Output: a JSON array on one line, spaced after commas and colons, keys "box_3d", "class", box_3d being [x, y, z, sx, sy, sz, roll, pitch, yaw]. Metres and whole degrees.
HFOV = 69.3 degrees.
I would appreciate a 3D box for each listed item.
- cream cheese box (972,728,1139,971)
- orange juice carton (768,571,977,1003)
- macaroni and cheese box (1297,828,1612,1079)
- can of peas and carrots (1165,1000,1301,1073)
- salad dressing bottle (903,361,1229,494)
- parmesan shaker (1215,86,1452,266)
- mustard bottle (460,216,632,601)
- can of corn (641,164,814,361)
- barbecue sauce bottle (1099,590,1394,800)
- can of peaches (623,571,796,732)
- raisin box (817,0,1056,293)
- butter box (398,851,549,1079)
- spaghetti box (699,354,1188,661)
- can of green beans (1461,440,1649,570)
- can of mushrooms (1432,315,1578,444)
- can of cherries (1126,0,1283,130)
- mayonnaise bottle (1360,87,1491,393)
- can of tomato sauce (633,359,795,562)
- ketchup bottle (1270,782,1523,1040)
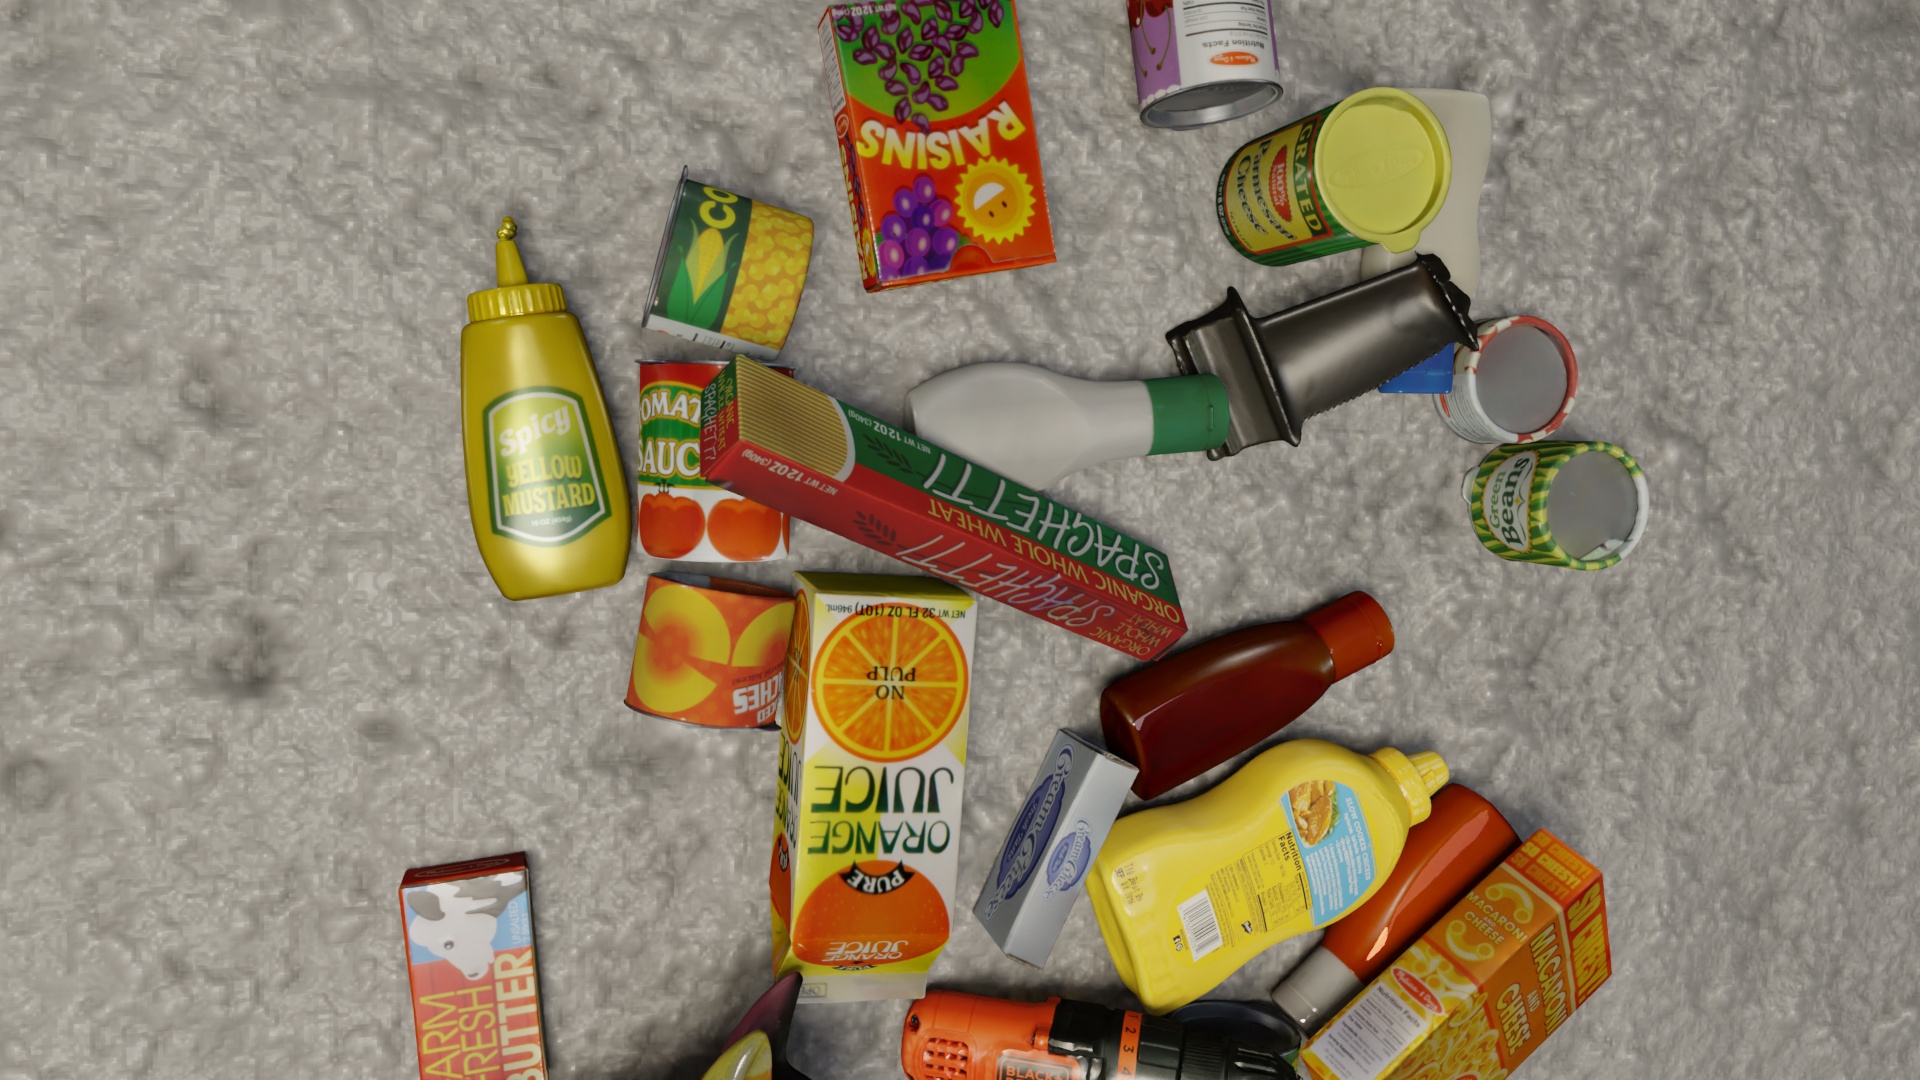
[{"box_3d": [0.043, 0.144, 0.658, 0.024, 0.053, 0.104, 28, 87, -18], "class": "cream cheese box"}, {"box_3d": [-0.043, 0.114, 0.623, 0.072, 0.073, 0.192, 4, 94, -16], "class": "orange juice carton"}, {"box_3d": [0.254, 0.237, 0.702, 0.167, 0.040, 0.123, -39, 134, -10], "class": "macaroni and cheese box"}, {"box_3d": [0.133, 0.268, 0.687, 0.071, 0.071, 0.058, 4, 94, -15], "class": "can of peas and carrots"}, {"box_3d": [0.049, -0.054, 0.645, 0.148, 0.044, 0.064, -6, 103, -10], "class": "salad dressing bottle"}, {"box_3d": [0.170, -0.162, 0.646, 0.071, 0.103, 0.071, -1, 94, -15], "class": "parmesan shaker"}, {"box_3d": [-0.180, -0.056, 0.585, 0.065, 0.049, 0.160, -11, 97, -16], "class": "mustard bottle"}, {"box_3d": [-0.099, -0.117, 0.594, 0.058, 0.071, 0.071, 14, 90, -17], "class": "can of corn"}, {"box_3d": [0.143, 0.071, 0.683, 0.149, 0.044, 0.064, -24, 128, -14], "class": "barbecue sauce bottle"}, {"box_3d": [-0.106, 0.047, 0.603, 0.071, 0.071, 0.058, 10, 91, -16], "class": "can of peaches"}, {"box_3d": [-0.010, -0.180, 0.629, 0.086, 0.040, 0.123, -12, 98, -15], "class": "raisin box"}, {"box_3d": [-0.212, 0.193, 0.607, 0.053, 0.024, 0.103, -5, 95, -15], "class": "butter box"}, {"box_3d": [0.002, -0.008, 0.601, 0.250, 0.050, 0.028, 23, 131, -33], "class": "spaghetti box"}, {"box_3d": [0.308, -0.019, 0.717, 0.071, 0.058, 0.071, -1, 94, -15], "class": "can of green beans"}, {"box_3d": [0.283, -0.084, 0.718, 0.071, 0.033, 0.071, -1, 94, -14], "class": "can of mushrooms"}, {"box_3d": [0.111, -0.229, 0.644, 0.071, 0.071, 0.058, -8, 90, -15], "class": "can of cherries"}, {"box_3d": [0.230, -0.148, 0.696, 0.065, 0.041, 0.148, -1, 96, -14], "class": "mayonnaise bottle"}, {"box_3d": [-0.107, -0.035, 0.597, 0.071, 0.071, 0.083, 1, 94, -15], "class": "can of tomato sauce"}, {"box_3d": [0.225, 0.197, 0.716, 0.149, 0.043, 0.064, -42, 115, -8], "class": "ketchup bottle"}]
